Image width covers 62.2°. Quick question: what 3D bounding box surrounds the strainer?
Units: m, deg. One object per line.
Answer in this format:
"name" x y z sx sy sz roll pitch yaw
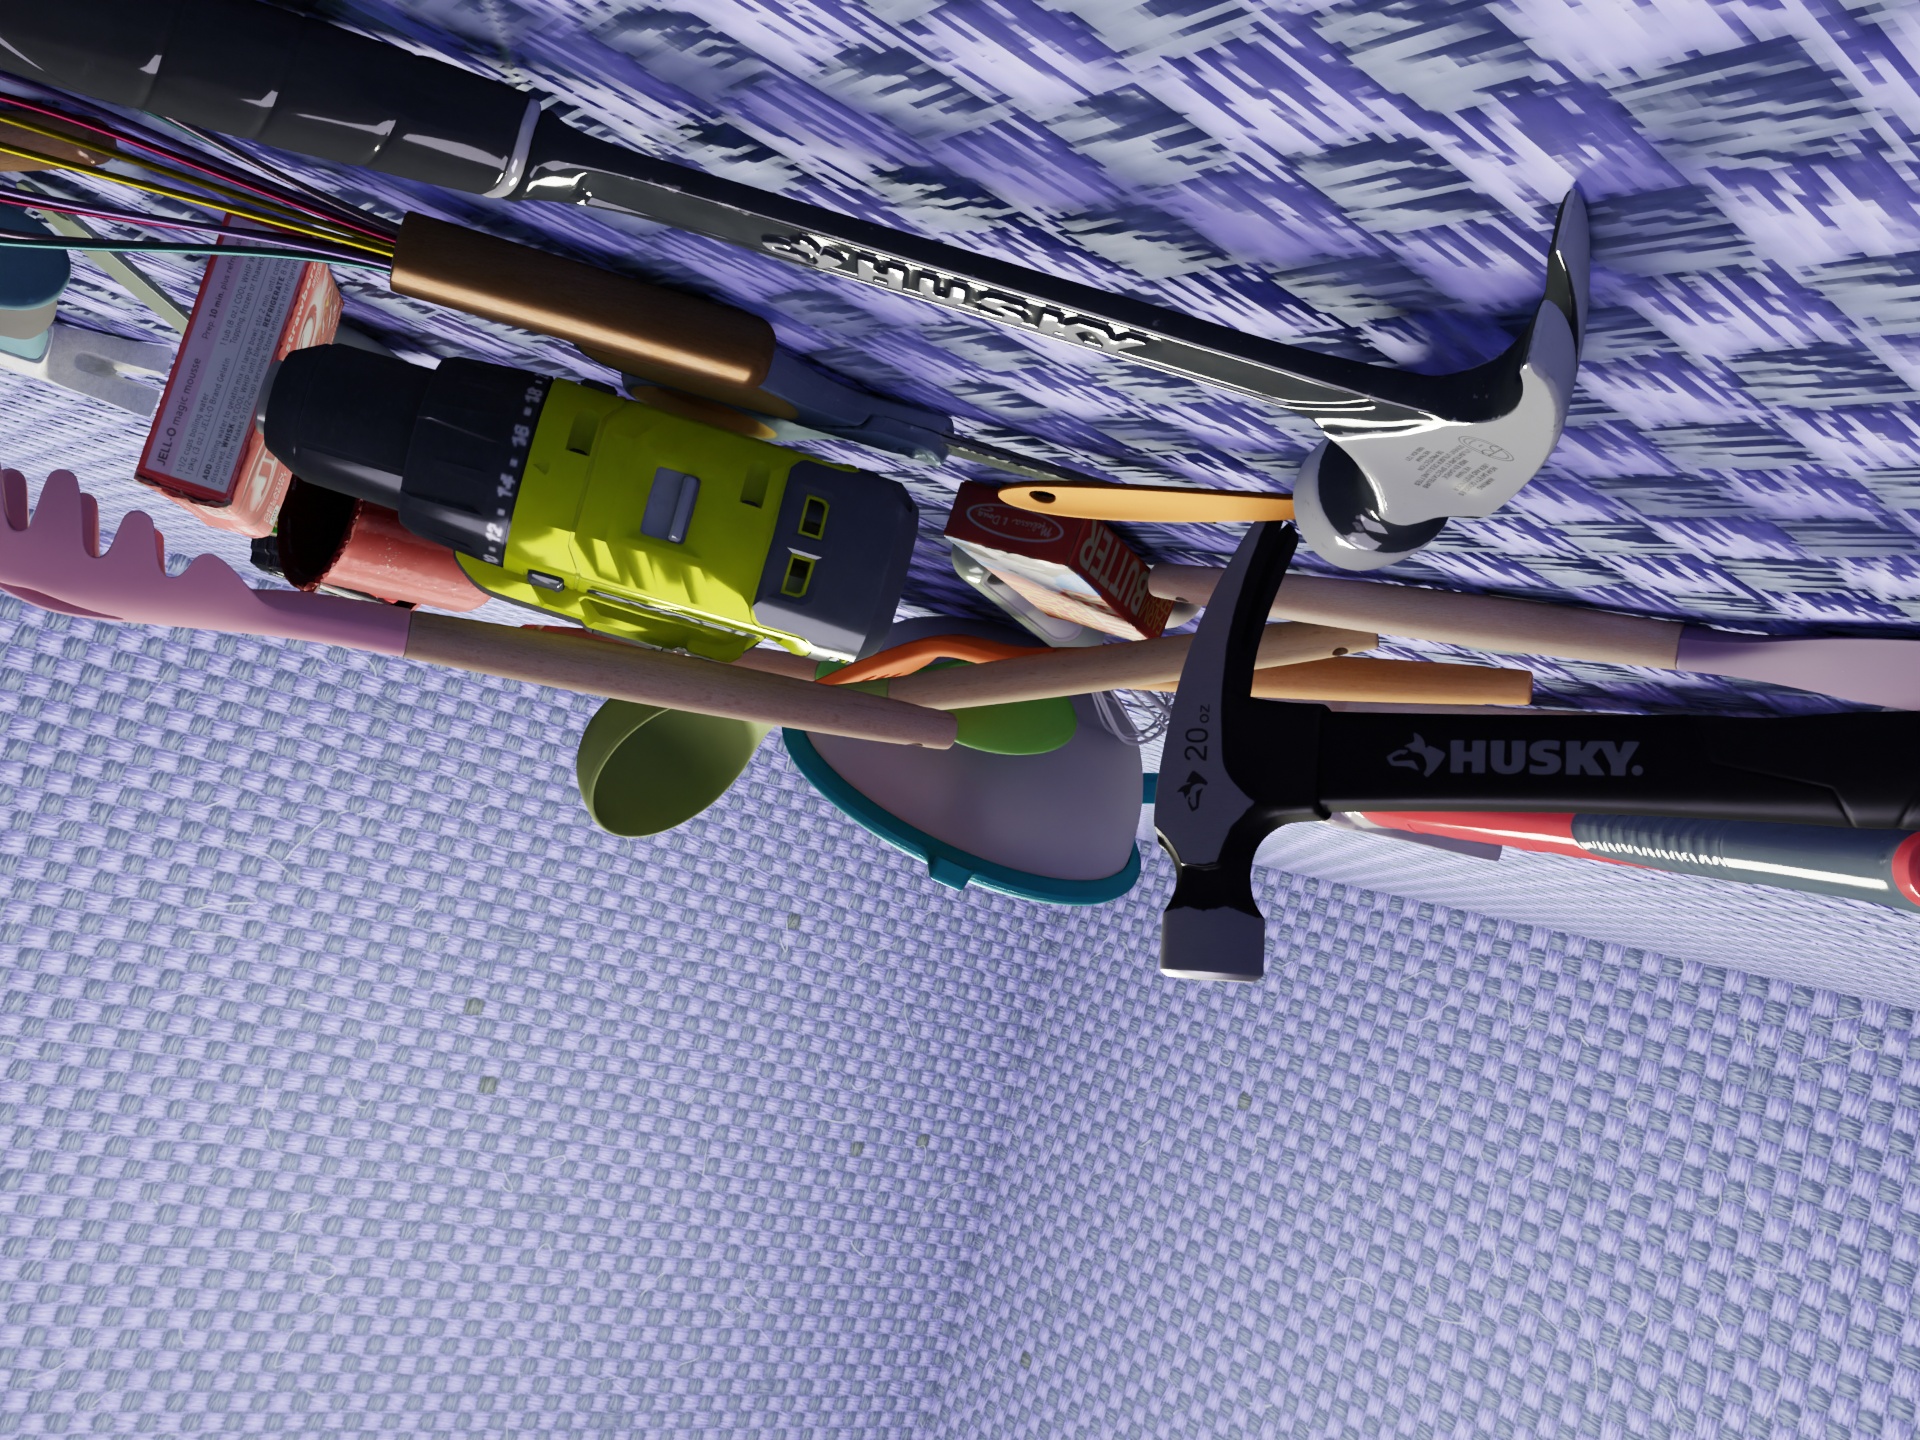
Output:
"strainer" 0.063 0.005 0.894 0.340 0.095 0.211 4 -152 -44

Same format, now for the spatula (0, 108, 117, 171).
"spatula" -0.366 -0.170 0.497 0.318 0.044 0.082 11 -163 28

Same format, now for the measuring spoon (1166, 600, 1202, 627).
"measuring spoon" 0.111 -0.043 0.621 0.034 0.018 0.124 19 173 -39

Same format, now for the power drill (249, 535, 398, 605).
"power drill" -0.249 -0.091 0.882 0.227 0.080 0.187 10 174 22

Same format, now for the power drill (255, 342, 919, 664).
"power drill" -0.128 -0.072 0.558 0.190 0.080 0.228 15 179 -13

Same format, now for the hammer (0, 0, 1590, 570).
"hammer" -0.074 -0.111 0.321 0.409 0.036 0.149 16 174 -3

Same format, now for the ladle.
"ladle" -0.001 -0.002 0.616 0.320 0.062 0.078 -7 154 16

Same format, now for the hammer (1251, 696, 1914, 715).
"hammer" 0.258 0.011 0.689 0.146 0.038 0.411 16 176 -32

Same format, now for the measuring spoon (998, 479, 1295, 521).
"measuring spoon" 0.064 -0.067 0.467 0.117 0.011 0.021 6 162 29

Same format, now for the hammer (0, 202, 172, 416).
"hammer" -0.362 -0.156 0.599 0.128 0.033 0.331 17 179 -31

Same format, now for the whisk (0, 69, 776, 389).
"whisk" -0.167 -0.125 0.408 0.245 0.051 0.047 13 170 -16

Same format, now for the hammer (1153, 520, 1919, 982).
"hammer" 0.217 0.007 0.433 0.335 0.146 0.035 0 169 26

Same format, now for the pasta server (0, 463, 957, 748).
"pasta server" -0.144 -0.030 0.499 0.316 0.040 0.060 11 177 -24

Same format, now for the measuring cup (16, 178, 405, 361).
"measuring cup" -0.251 -0.142 0.566 0.083 0.038 0.167 16 161 36

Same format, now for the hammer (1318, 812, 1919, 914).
"hammer" 0.262 0.046 0.625 0.143 0.038 0.386 13 178 -16

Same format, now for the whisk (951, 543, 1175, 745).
"whisk" 0.058 -0.036 0.725 0.059 0.058 0.246 47 -172 30

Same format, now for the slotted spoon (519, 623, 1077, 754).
"slotted spoon" -0.092 -0.025 0.790 0.314 0.031 0.070 8 -146 23

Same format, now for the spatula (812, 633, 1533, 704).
"spatula" 0.063 -0.012 0.650 0.323 0.041 0.081 4 -174 24

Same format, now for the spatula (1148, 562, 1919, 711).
"spatula" 0.204 -0.028 0.511 0.316 0.018 0.059 11 167 32
